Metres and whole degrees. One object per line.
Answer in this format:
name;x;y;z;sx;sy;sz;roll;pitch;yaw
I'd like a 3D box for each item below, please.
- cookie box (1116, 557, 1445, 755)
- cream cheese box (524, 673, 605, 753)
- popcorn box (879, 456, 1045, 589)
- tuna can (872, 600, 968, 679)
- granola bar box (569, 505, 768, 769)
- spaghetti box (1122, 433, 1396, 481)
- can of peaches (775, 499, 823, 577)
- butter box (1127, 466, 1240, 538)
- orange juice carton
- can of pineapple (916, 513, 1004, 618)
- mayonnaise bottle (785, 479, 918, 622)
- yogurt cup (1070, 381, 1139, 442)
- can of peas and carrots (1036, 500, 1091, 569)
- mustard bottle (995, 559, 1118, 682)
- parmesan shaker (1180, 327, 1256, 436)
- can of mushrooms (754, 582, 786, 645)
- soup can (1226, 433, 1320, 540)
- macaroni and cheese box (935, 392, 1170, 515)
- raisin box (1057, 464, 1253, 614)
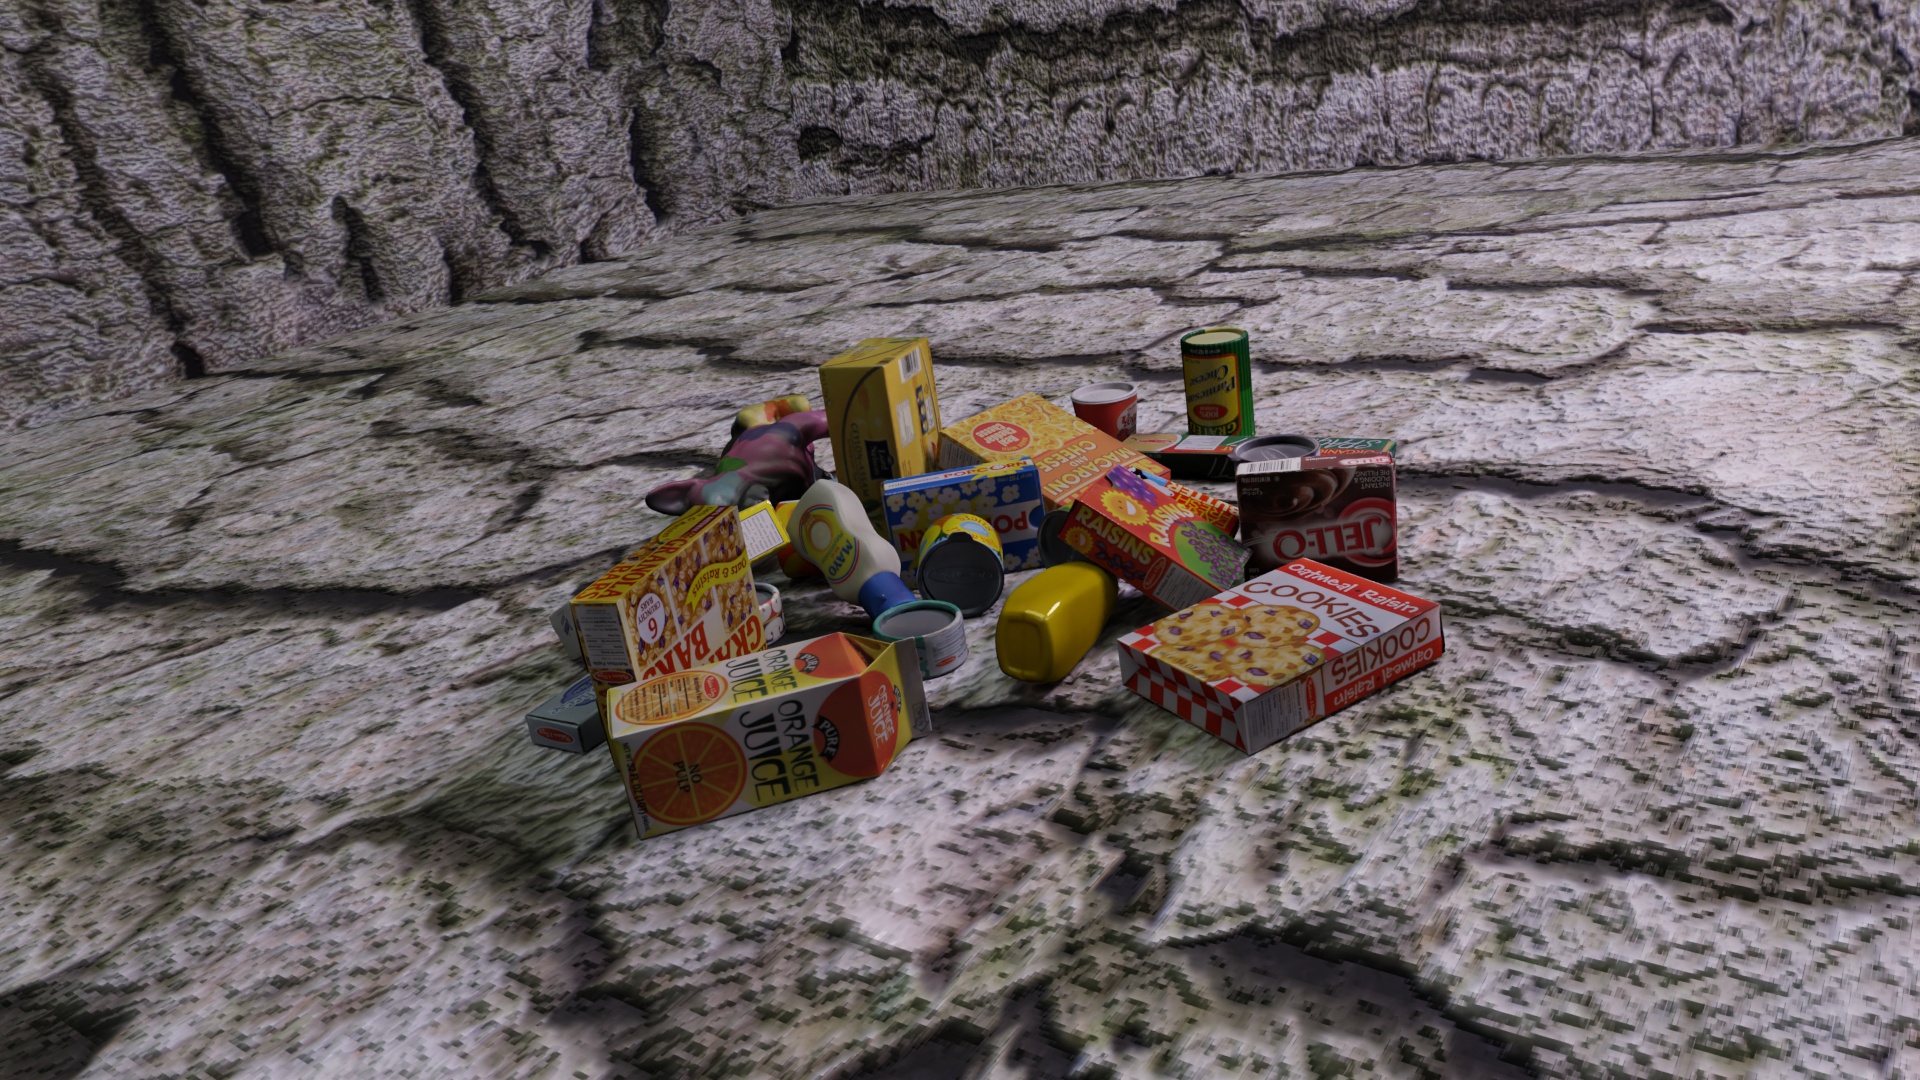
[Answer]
cookie box;0.206;0.069;0.894;0.168;0.040;0.123;-21;24;-26
cream cheese box;-0.251;0.112;0.986;0.053;0.024;0.104;5;25;31
popcorn box;0.004;-0.014;1.125;0.127;0.085;0.038;-10;20;-2
tuna can;-0.031;0.070;0.994;0.071;0.032;0.071;-7;21;3
granola bar box;-0.194;0.062;0.953;0.039;0.123;0.166;-1;22;20
spaghetti box;0.262;-0.074;1.254;0.250;0.028;0.050;4;24;31
can of peaches;-0.121;-0.001;1.172;0.058;0.071;0.071;-6;21;7
butter box;0.173;-0.024;1.117;0.103;0.024;0.053;23;30;14
orange juice carton;-0.115;0.113;0.863;0.193;0.071;0.073;-13;21;-11
can of pineapple;0.001;0.017;1.069;0.071;0.070;0.058;-8;21;3
mayonnaise bottle;-0.081;0.016;1.076;0.041;0.064;0.148;18;23;-46
yogurt cup;0.147;-0.125;1.397;0.072;0.053;0.072;-8;21;3
can of peas and carrots;0.104;-0.001;1.079;0.059;0.070;0.071;-26;26;-38
mustard bottle;0.076;0.047;0.976;0.049;0.065;0.161;9;20;25
parmesan shaker;0.248;-0.150;1.351;0.071;0.102;0.071;-8;21;3
can of mushrooms;-0.172;0.060;1.076;0.071;0.033;0.071;-7;21;3
soup can;0.245;-0.033;1.079;0.071;0.083;0.071;-8;20;3
macaroni and cheese box;0.080;-0.064;1.212;0.167;0.040;0.124;33;42;32
raisin box;0.142;0.002;1.003;0.123;0.040;0.086;33;31;11
